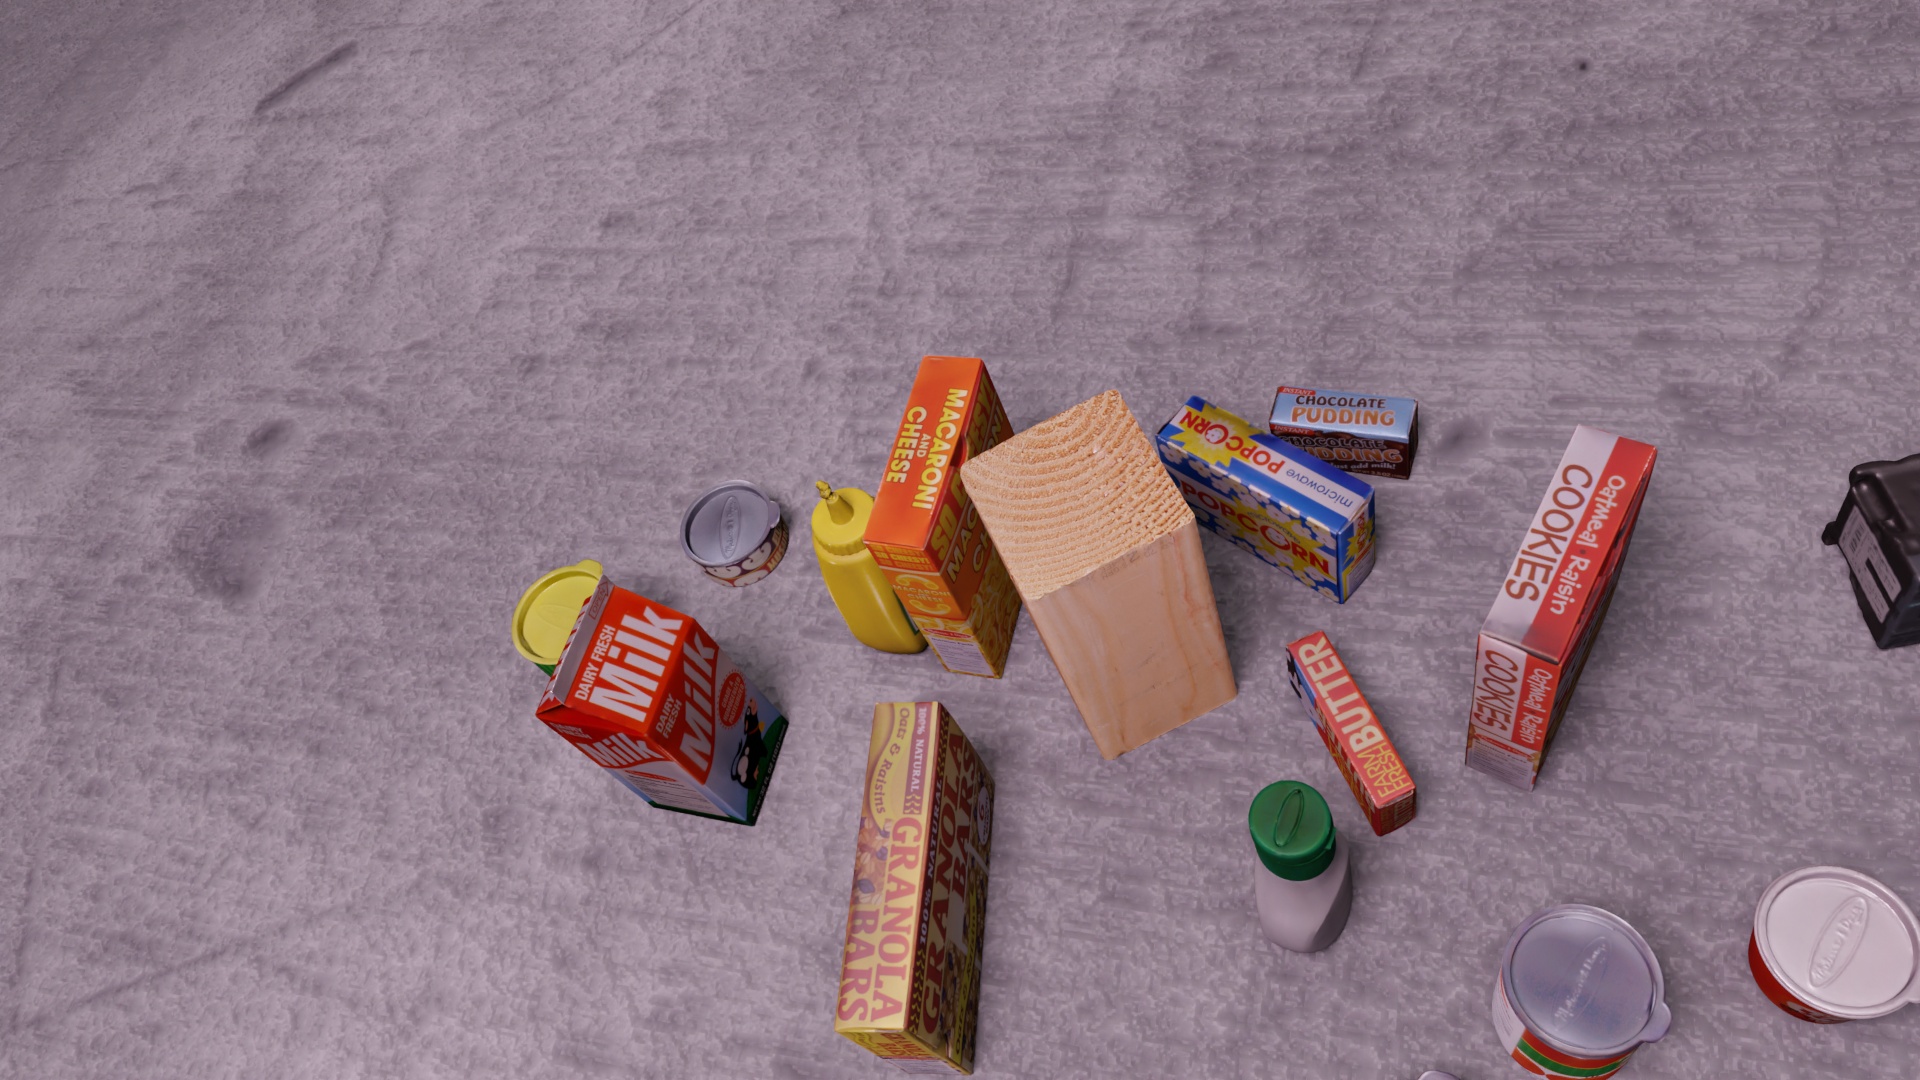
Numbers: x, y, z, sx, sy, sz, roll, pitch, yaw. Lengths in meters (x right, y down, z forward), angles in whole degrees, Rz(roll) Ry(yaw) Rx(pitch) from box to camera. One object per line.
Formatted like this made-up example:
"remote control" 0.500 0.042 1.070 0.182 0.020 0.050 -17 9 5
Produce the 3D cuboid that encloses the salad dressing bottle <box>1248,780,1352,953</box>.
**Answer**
"salad dressing bottle" 0.165 0.158 0.674 0.044 0.147 0.064 16 66 25

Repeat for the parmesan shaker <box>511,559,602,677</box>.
"parmesan shaker" -0.224 0.066 0.872 0.071 0.102 0.071 -8 59 13

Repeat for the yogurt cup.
"yogurt cup" 0.399 0.190 0.640 0.072 0.053 0.073 -8 59 13

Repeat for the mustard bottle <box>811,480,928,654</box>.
"mustard bottle" -0.054 0.011 0.819 0.049 0.159 0.065 5 62 20

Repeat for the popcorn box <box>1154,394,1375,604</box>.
"popcorn box" 0.180 -0.024 0.815 0.127 0.085 0.038 33 74 30

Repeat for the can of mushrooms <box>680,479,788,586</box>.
"can of mushrooms" -0.149 -0.005 0.934 0.071 0.033 0.071 -8 59 13

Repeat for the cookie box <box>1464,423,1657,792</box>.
"cookie box" 0.297 0.039 0.693 0.040 0.166 0.123 22 69 27

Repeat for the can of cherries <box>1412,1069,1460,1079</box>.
"can of cherries" 0.215 0.284 0.637 0.071 0.058 0.072 -8 59 13

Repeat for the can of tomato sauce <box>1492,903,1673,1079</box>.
"can of tomato sauce" 0.285 0.213 0.643 0.071 0.082 0.071 -8 59 13

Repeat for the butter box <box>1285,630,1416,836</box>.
"butter box" 0.210 0.104 0.749 0.024 0.053 0.104 -25 56 2

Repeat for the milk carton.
"milk carton" -0.172 0.093 0.788 0.073 0.189 0.072 6 63 20

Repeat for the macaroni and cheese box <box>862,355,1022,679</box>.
"macaroni and cheese box" 0.003 -0.010 0.811 0.040 0.165 0.124 6 63 20

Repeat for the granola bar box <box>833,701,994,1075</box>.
"granola bar box" -0.019 0.183 0.728 0.039 0.123 0.166 -3 60 15

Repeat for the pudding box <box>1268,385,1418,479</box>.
"pudding box" 0.234 -0.066 0.845 0.084 0.049 0.030 10 64 22
